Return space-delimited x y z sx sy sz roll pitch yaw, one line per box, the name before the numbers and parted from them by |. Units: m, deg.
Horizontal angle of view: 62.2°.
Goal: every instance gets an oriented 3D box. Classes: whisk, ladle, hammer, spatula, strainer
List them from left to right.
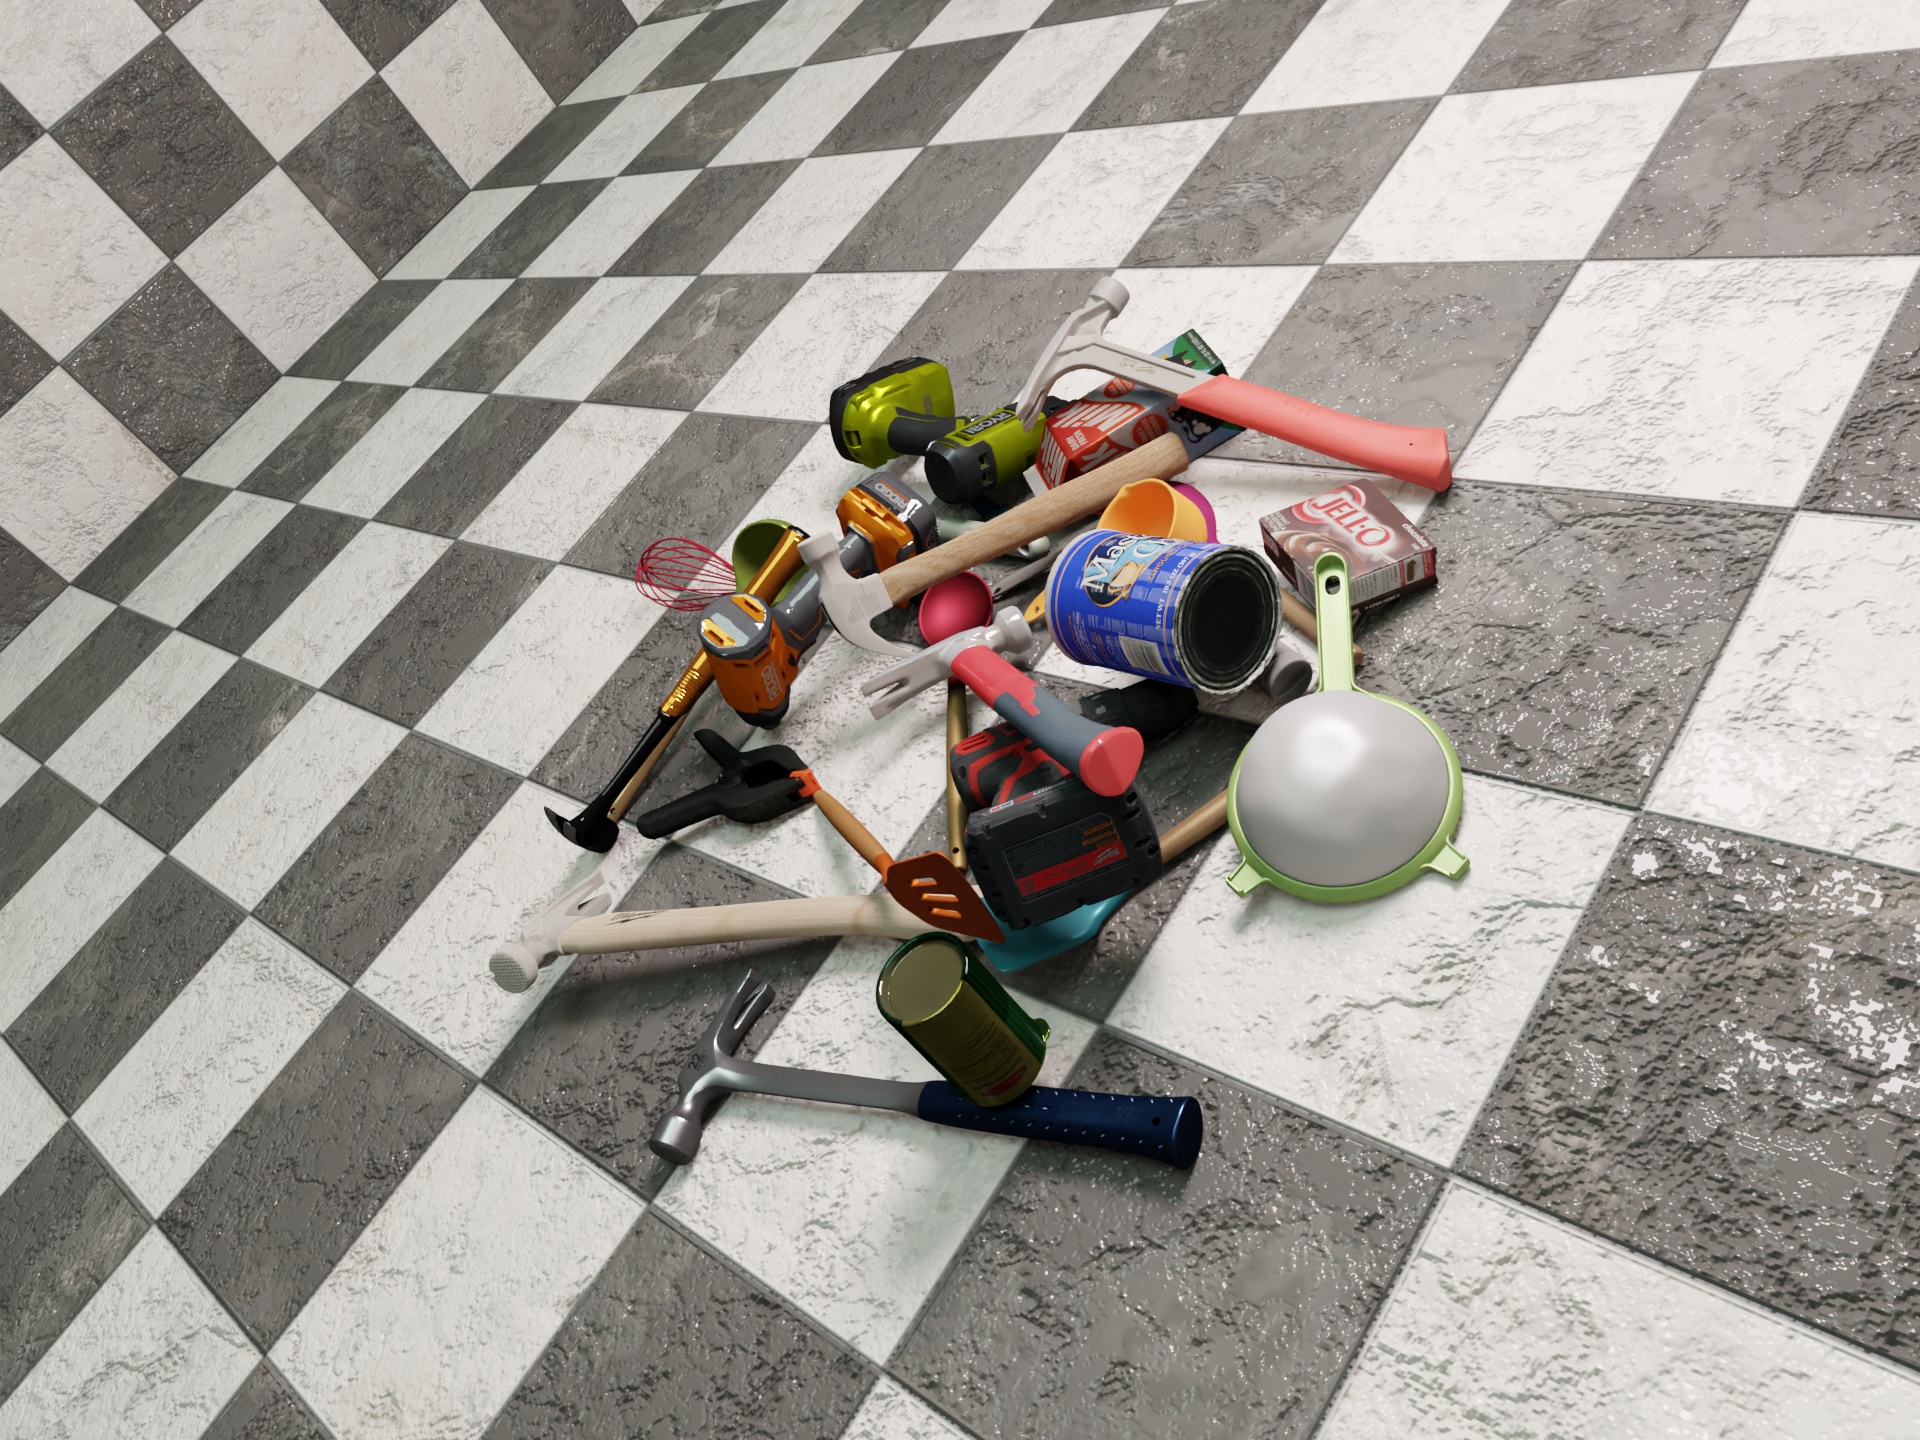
hammer | -0.235 -0.032 1.378 0.034 0.127 0.337 34 82 8
ladle | -0.236 -0.043 1.442 0.078 0.062 0.320 31 81 5
whisk | -0.210 -0.129 1.541 0.296 0.073 0.073 12 59 36
hammer | -0.158 0.149 1.218 0.411 0.038 0.146 -7 20 25
spatula | -0.056 0.092 1.163 0.041 0.081 0.323 -38 22 -8
hammer | -0.030 0.243 1.048 0.405 0.035 0.144 -3 50 35
whisk | -0.017 -0.174 1.448 0.246 0.057 0.059 16 31 40
ladle | -0.002 -0.004 1.282 0.069 0.031 0.316 -17 45 17
hammer | 0.028 -0.007 1.107 0.143 0.038 0.386 -27 17 -6
hammer | 0.040 -0.153 1.309 0.331 0.130 0.031 -26 12 -9
spatula | 0.151 0.070 1.079 0.317 0.044 0.082 -35 33 0
hammer | 0.219 -0.246 1.270 0.359 0.036 0.149 27 80 30
strainer | 0.240 -0.012 1.030 0.151 0.069 0.257 -7 60 22

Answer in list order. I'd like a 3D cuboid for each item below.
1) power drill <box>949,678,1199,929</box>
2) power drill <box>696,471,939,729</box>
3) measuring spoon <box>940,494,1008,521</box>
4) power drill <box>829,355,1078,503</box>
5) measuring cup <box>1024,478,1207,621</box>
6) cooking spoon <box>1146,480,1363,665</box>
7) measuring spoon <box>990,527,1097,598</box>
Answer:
power drill | 0.085 0.040 1.095 0.188 0.080 0.227 -22 18 7
power drill | -0.120 -0.092 1.372 0.084 0.164 0.226 39 69 24
measuring spoon | 0.019 -0.194 1.466 0.042 0.021 0.129 -29 45 -18
power drill | -0.005 -0.279 1.504 0.171 0.080 0.223 -30 36 -29
measuring cup | 0.127 -0.121 1.290 0.173 0.052 0.095 -38 44 35
cooking spoon | 0.215 -0.119 1.239 0.069 0.017 0.319 -40 39 0
measuring spoon | 0.073 -0.127 1.361 0.124 0.018 0.034 -26 32 24
